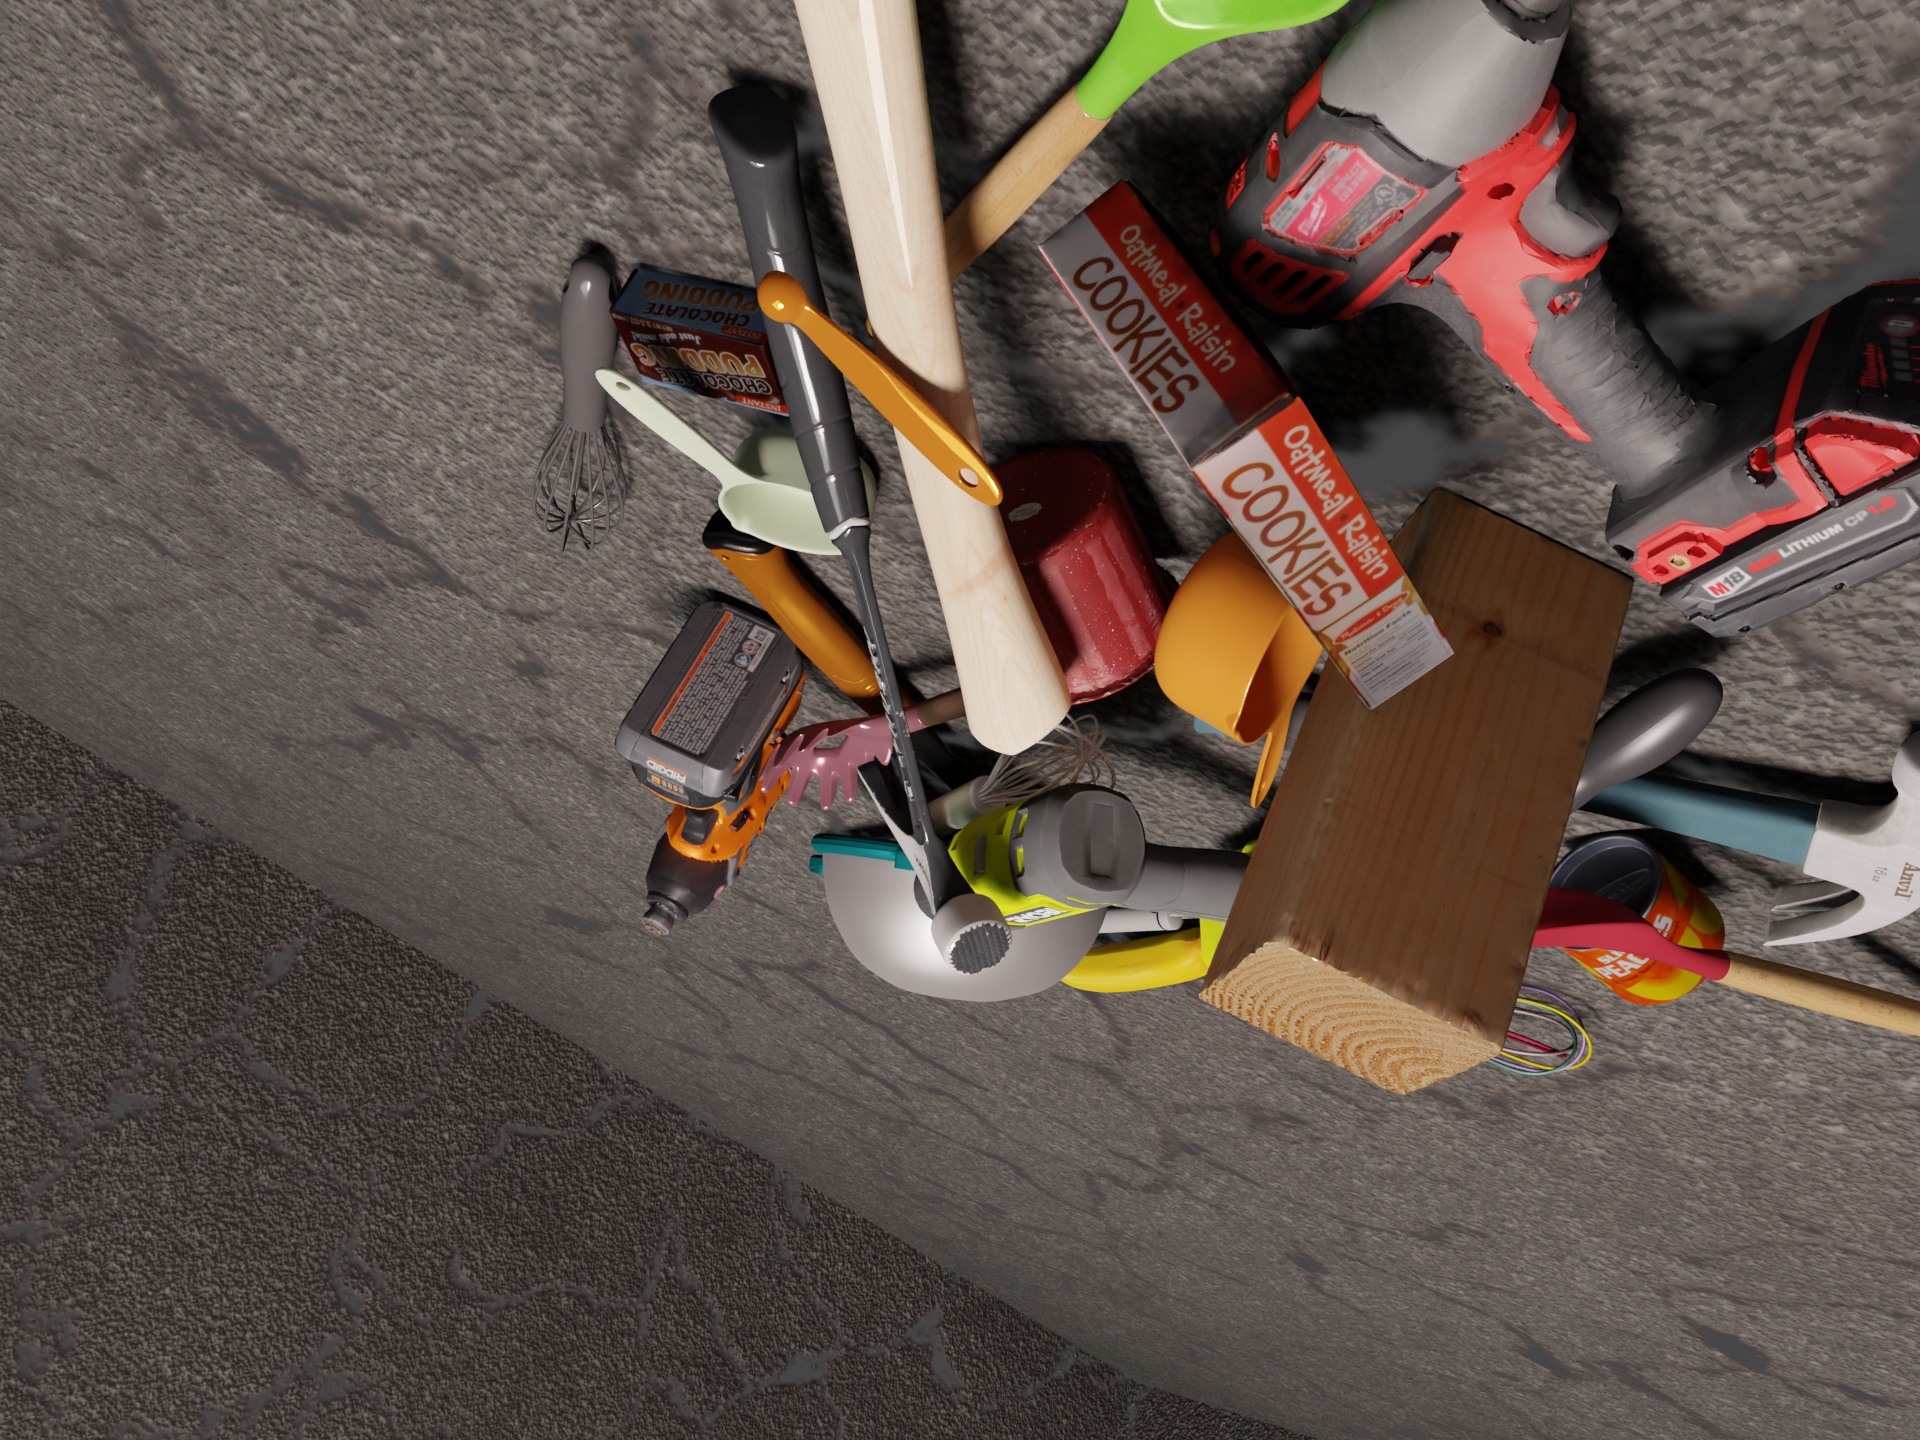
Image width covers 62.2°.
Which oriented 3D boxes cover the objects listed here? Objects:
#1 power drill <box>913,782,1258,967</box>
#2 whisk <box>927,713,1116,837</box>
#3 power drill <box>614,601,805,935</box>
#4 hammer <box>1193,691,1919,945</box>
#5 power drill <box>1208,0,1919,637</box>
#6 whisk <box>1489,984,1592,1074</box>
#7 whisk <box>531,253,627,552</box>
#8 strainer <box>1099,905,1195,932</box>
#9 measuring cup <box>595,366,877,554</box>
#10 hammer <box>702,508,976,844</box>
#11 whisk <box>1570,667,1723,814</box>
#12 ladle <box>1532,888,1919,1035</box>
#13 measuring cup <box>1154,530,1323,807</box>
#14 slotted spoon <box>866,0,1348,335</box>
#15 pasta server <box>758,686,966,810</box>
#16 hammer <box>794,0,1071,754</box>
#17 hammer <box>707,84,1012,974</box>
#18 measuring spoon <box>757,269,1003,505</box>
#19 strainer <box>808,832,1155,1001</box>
[{"bbox_3d":[0.099,0.094,0.885,0.228,0.080,0.190,11,162,-23],"label":"power drill"},{"bbox_3d":[0.020,0.043,0.930,0.059,0.058,0.246,41,154,-9],"label":"whisk"},{"bbox_3d":[-0.166,0.042,1.041,0.084,0.164,0.226,24,153,6],"label":"power drill"},{"bbox_3d":[0.262,0.023,0.727,0.331,0.033,0.128,14,142,28],"label":"hammer"},{"bbox_3d":[0.193,-0.129,0.471,0.219,0.079,0.143,33,155,-6],"label":"power drill"},{"bbox_3d":[0.282,0.183,1.023,0.245,0.051,0.047,8,155,40],"label":"whisk"},{"bbox_3d":[-0.197,-0.158,0.826,0.055,0.055,0.238,27,152,-1],"label":"whisk"},{"bbox_3d":[0.074,0.149,1.162,0.086,0.050,0.258,24,157,-35],"label":"strainer"},{"bbox_3d":[-0.105,-0.133,0.755,0.083,0.038,0.167,-2,155,39],"label":"measuring cup"},{"bbox_3d":[-0.051,-0.012,0.978,0.127,0.034,0.336,2,146,40],"label":"hammer"},{"bbox_3d":[0.227,0.062,0.714,0.070,0.070,0.284,31,136,-8],"label":"whisk"},{"bbox_3d":[0.370,0.119,0.732,0.315,0.031,0.069,15,160,-19],"label":"ladle"},{"bbox_3d":[0.125,-0.017,0.725,0.052,0.095,0.173,31,155,22],"label":"measuring cup"},{"bbox_3d":[0.032,-0.200,0.543,0.070,0.031,0.314,34,156,-15],"label":"slotted spoon"},{"bbox_3d":[-0.001,-0.003,0.888,0.060,0.040,0.316,29,148,-37],"label":"pasta server"},{"bbox_3d":[-0.025,-0.148,0.574,0.146,0.038,0.410,14,138,28],"label":"hammer"},{"bbox_3d":[-0.046,-0.073,0.712,0.149,0.036,0.408,-123,16,-51],"label":"hammer"},{"bbox_3d":[-0.030,-0.117,0.572,0.117,0.011,0.021,43,145,-7],"label":"measuring spoon"},{"bbox_3d":[-0.033,0.140,1.112,0.210,0.095,0.340,13,171,-28],"label":"strainer"}]
